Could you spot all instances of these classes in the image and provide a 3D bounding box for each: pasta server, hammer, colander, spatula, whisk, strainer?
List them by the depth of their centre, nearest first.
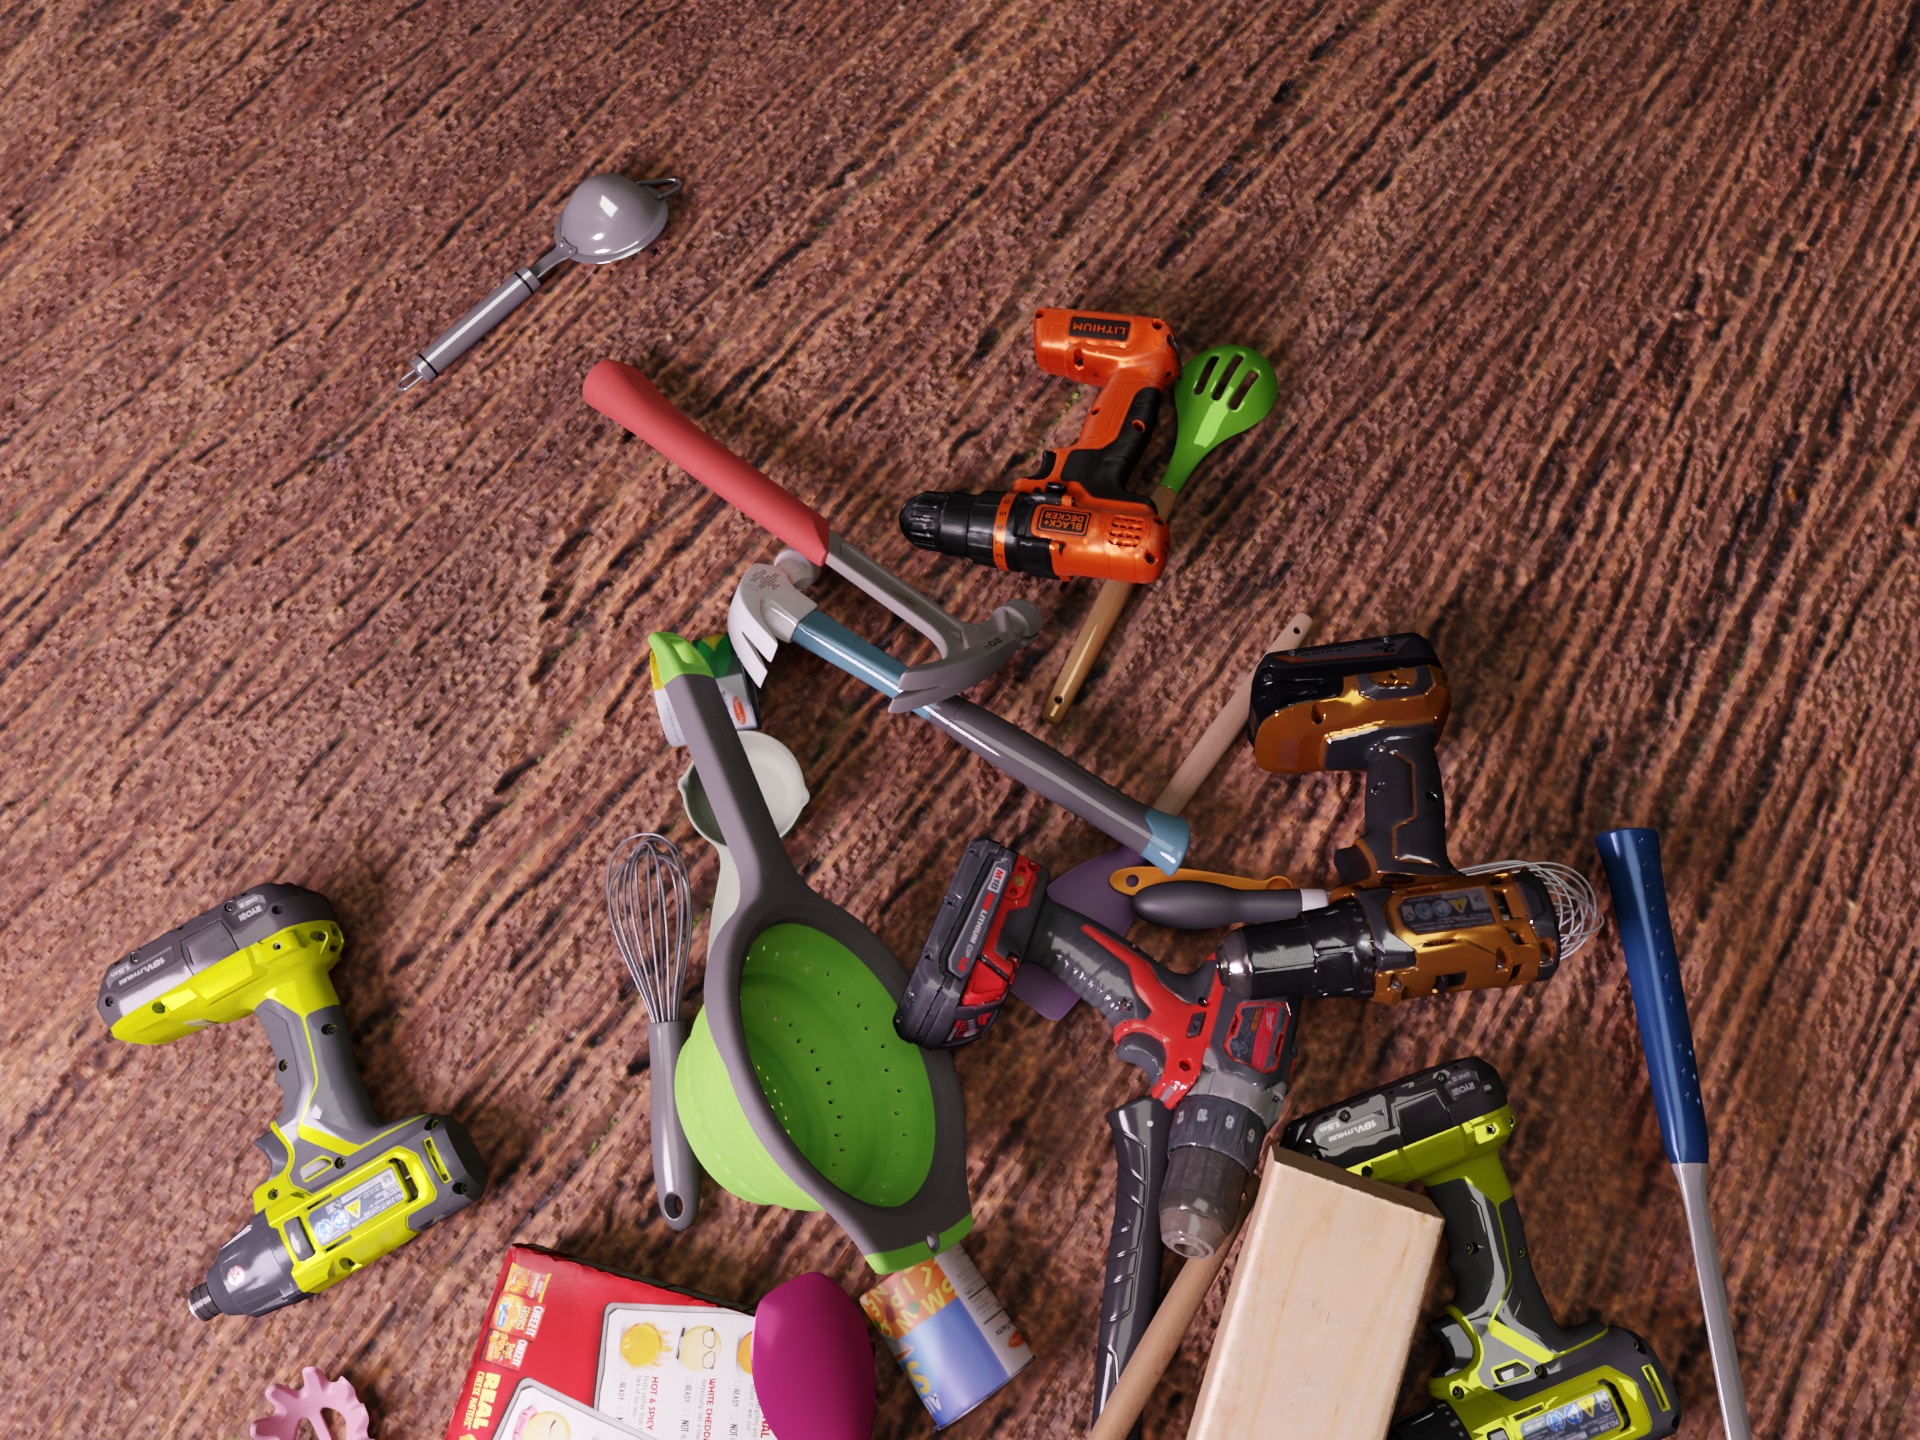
[{"bbox_3d":[0.083,0.384,0.859,0.082,0.044,0.317,29,74,16],"label":"spatula"},{"bbox_3d":[-0.305,0.507,0.863,0.060,0.040,0.316,-24,74,-18],"label":"pasta server"},{"bbox_3d":[0.415,0.261,0.896,0.144,0.035,0.406,12,66,-35],"label":"hammer"},{"bbox_3d":[0.096,0.379,0.901,0.146,0.035,0.335,8,72,4],"label":"hammer"},{"bbox_3d":[-0.127,0.137,0.930,0.094,0.204,0.397,-32,72,24],"label":"colander"},{"bbox_3d":[-0.182,0.186,0.964,0.055,0.055,0.239,-7,76,-2],"label":"whisk"},{"bbox_3d":[0.247,0.115,0.970,0.284,0.070,0.070,1,72,1],"label":"whisk"},{"bbox_3d":[-0.002,-0.003,0.998,0.331,0.033,0.128,31,32,8],"label":"hammer"},{"bbox_3d":[0.133,0.052,1.017,0.060,0.018,0.316,37,77,7],"label":"spatula"},{"bbox_3d":[-0.121,-0.132,1.034,0.359,0.036,0.149,36,36,20],"label":"hammer"},{"bbox_3d":[-0.304,-0.321,1.137,0.258,0.050,0.087,-44,61,-9],"label":"strainer"}]

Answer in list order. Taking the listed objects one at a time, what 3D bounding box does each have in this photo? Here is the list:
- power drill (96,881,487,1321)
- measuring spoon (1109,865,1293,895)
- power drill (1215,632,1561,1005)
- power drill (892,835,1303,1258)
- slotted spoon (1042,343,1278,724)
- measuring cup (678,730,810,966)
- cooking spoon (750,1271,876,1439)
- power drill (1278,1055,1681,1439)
[{"bbox_3d":[-0.406,0.225,0.939,0.171,0.080,0.223,-29,77,-9],"label":"power drill"},{"bbox_3d":[0.150,0.103,0.997,0.117,0.011,0.021,4,95,-4],"label":"measuring spoon"},{"bbox_3d":[0.226,0.063,0.936,0.185,0.084,0.226,-8,52,0],"label":"power drill"},{"bbox_3d":[0.079,0.184,0.911,0.226,0.080,0.188,23,54,1],"label":"power drill"},{"bbox_3d":[0.131,-0.133,1.074,0.070,0.031,0.314,25,75,14],"label":"slotted spoon"},{"bbox_3d":[-0.140,0.091,1.002,0.083,0.038,0.168,6,81,0],"label":"measuring cup"},{"bbox_3d":[-0.040,0.446,0.839,0.068,0.017,0.319,-19,91,-31],"label":"cooking spoon"},{"bbox_3d":[0.268,0.324,0.896,0.190,0.080,0.229,-19,75,-5],"label":"power drill"}]
